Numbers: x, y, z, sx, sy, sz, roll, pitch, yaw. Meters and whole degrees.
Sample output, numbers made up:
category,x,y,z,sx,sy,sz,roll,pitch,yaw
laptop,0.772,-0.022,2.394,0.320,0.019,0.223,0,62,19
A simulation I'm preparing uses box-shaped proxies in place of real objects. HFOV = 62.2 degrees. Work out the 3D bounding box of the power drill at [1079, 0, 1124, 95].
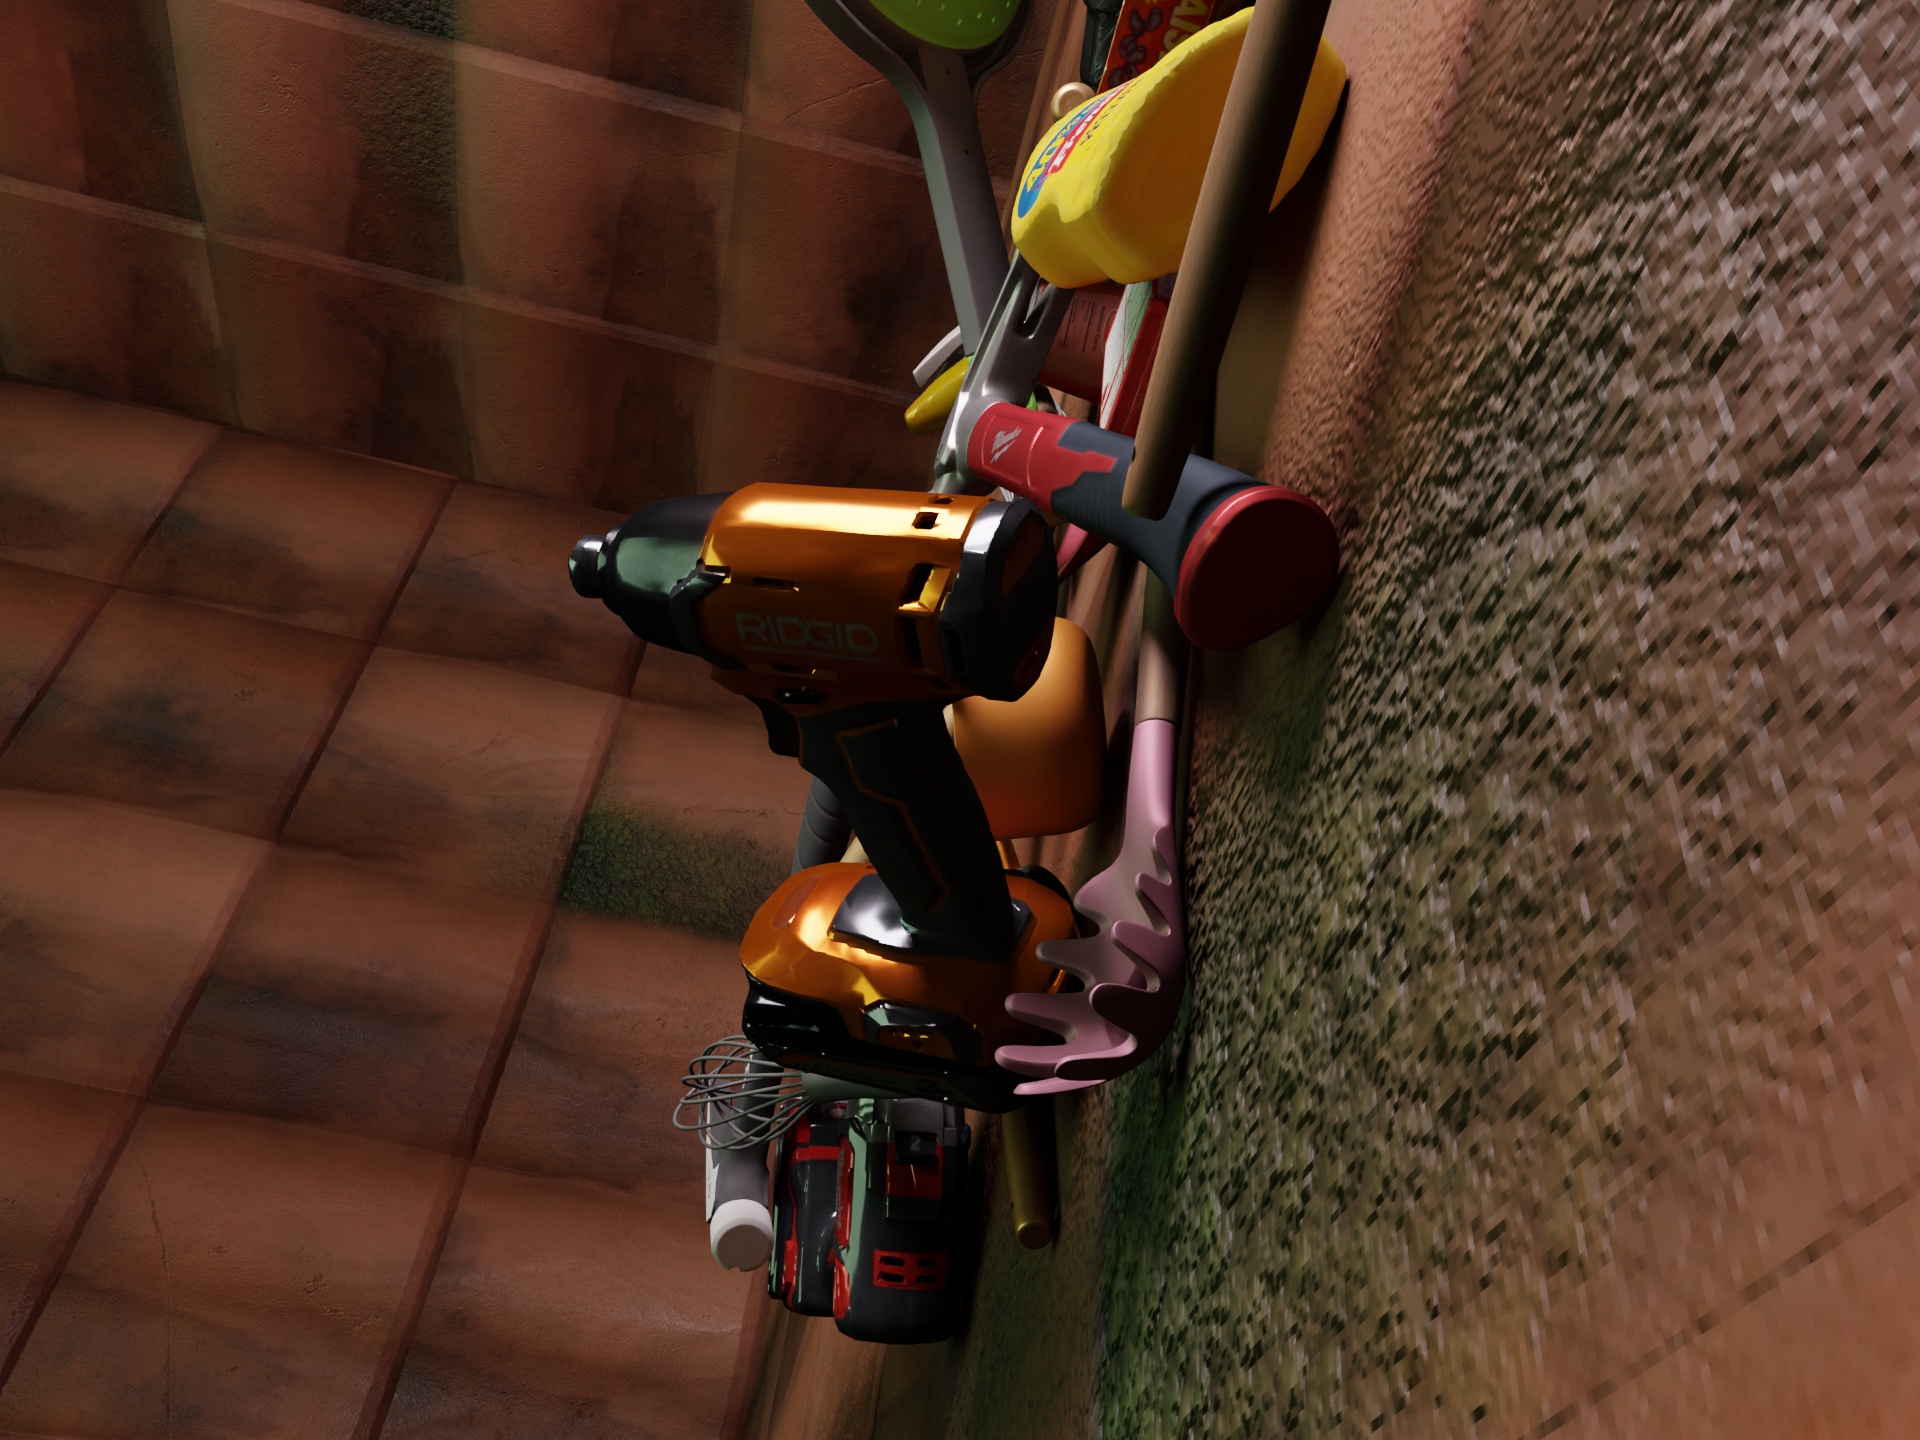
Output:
category,x,y,z,sx,sy,sz,roll,pitch,yaw
power drill,0.097,-0.431,0.818,0.226,0.084,0.185,-80,-3,-53

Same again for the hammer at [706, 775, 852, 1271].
category,x,y,z,sx,sy,sz,roll,pitch,yaw
hammer,-0.085,0.106,0.843,0.146,0.035,0.334,-125,49,-72

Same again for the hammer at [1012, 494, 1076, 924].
category,x,y,z,sx,sy,sz,roll,pitch,yaw
hammer,0.015,-0.016,0.807,0.149,0.036,0.409,-31,28,33

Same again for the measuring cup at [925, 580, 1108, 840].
category,x,y,z,sx,sy,sz,roll,pitch,yaw
measuring cup,0.023,-0.019,0.589,0.173,0.052,0.095,72,-164,-57

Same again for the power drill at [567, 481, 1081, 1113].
category,x,y,z,sx,sy,sz,roll,pitch,yaw
power drill,-0.042,0.023,0.549,0.084,0.164,0.226,-57,-33,-47

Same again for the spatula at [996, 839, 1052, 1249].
category,x,y,z,sx,sy,sz,roll,pitch,yaw
spatula,0.013,0.117,0.696,0.323,0.041,0.081,-93,4,-68

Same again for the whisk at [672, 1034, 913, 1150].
category,x,y,z,sx,sy,sz,roll,pitch,yaw
whisk,-0.062,0.157,0.697,0.239,0.055,0.055,-24,48,50

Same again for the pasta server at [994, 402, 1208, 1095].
category,x,y,z,sx,sy,sz,roll,pitch,yaw
pasta server,0.061,-0.021,0.527,0.060,0.040,0.316,-45,27,49

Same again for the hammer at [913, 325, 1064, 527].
category,x,y,z,sx,sy,sz,roll,pitch,yaw
hammer,0.037,-0.198,0.975,0.031,0.130,0.332,55,-166,-28

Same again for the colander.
category,x,y,z,sx,sy,sz,roll,pitch,yaw
colander,0.009,-0.354,0.796,0.094,0.204,0.397,-13,90,44

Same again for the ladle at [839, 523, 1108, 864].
category,x,y,z,sx,sy,sz,roll,pitch,yaw
ladle,-0.001,-0.002,0.704,0.315,0.031,0.069,-57,6,-3

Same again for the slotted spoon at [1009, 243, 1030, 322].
category,x,y,z,sx,sy,sz,roll,pitch,yaw
slotted spoon,0.003,-0.138,0.880,0.070,0.031,0.314,-28,-46,-82

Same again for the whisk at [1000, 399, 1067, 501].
category,x,y,z,sx,sy,sz,roll,pitch,yaw
whisk,0.041,-0.127,0.997,0.247,0.058,0.059,-88,-24,-43

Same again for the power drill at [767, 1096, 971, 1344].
category,x,y,z,sx,sy,sz,roll,pitch,yaw
power drill,-0.043,0.213,0.802,0.226,0.080,0.188,121,152,-66

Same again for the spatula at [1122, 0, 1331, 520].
category,x,y,z,sx,sy,sz,roll,pitch,yaw
spatula,0.100,-0.200,0.388,0.082,0.044,0.317,-107,33,-79

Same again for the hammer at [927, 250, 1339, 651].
category,x,y,z,sx,sy,sz,roll,pitch,yaw
hammer,0.048,-0.103,0.570,0.386,0.038,0.143,-127,59,-72

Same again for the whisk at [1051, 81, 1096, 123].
category,x,y,z,sx,sy,sz,roll,pitch,yaw
whisk,0.069,-0.285,0.801,0.047,0.051,0.245,-61,-5,12
